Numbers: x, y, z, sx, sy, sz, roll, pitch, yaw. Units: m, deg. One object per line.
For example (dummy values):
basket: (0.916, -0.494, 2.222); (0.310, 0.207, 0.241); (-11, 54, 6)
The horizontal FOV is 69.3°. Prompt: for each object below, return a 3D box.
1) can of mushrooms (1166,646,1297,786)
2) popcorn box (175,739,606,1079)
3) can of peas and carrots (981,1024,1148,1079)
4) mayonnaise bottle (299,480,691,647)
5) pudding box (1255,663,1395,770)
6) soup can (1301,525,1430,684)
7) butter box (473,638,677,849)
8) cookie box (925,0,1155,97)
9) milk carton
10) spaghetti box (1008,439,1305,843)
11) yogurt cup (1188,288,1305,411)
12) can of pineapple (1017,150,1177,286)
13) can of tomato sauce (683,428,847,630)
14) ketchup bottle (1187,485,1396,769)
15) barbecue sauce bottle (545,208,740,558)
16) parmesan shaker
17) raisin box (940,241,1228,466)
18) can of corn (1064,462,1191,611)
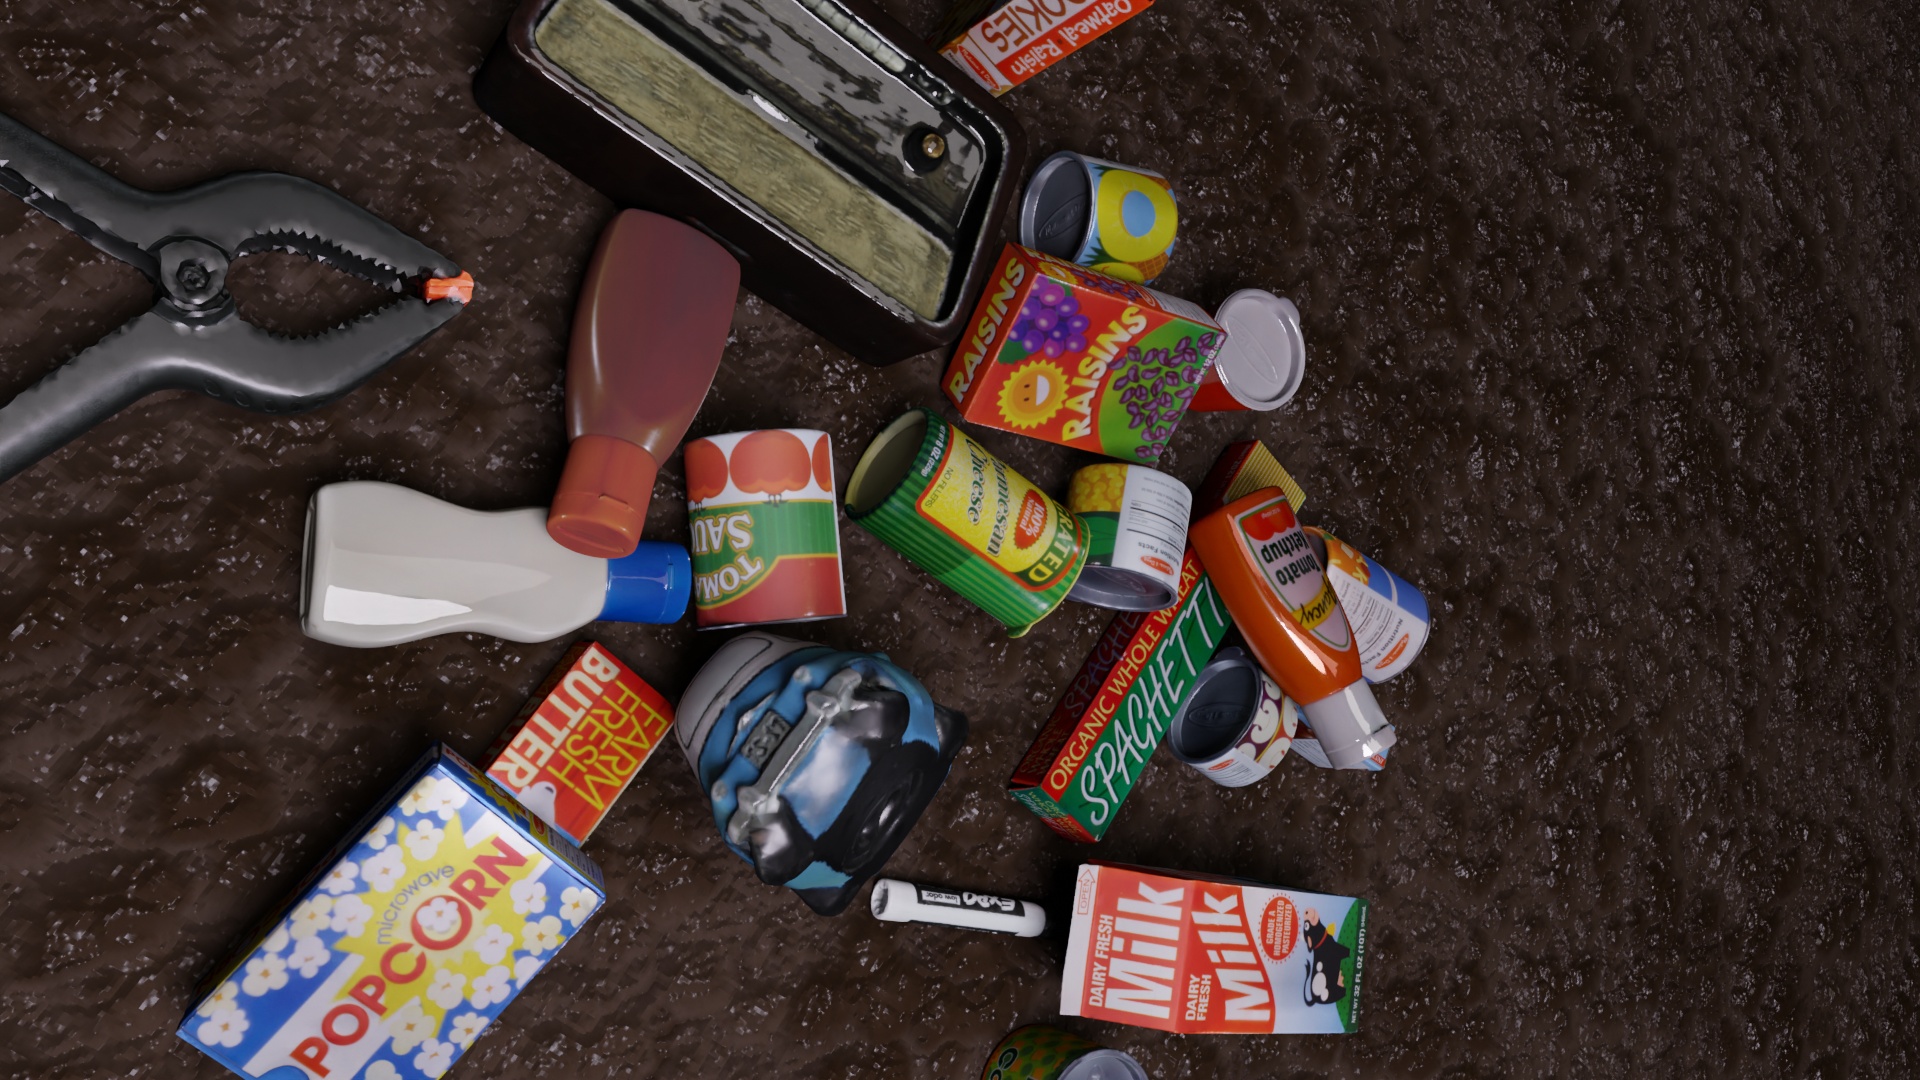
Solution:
can of mushrooms: (0.148, 0.096, 0.753); (0.033, 0.071, 0.071); (35, 68, -26)
popcorn box: (-0.208, 0.150, 0.520); (0.127, 0.038, 0.085); (-47, 111, -9)
can of peas and carrots: (0.049, 0.275, 0.677); (0.071, 0.058, 0.071); (4, 83, -31)
mayonnaise bottle: (-0.186, 0.013, 0.566); (0.148, 0.041, 0.065); (6, 79, -33)
pudding box: (0.203, 0.102, 0.797); (0.083, 0.049, 0.030); (34, 67, -25)
soup can: (0.217, 0.036, 0.806); (0.084, 0.071, 0.071); (28, 71, -26)
butter box: (-0.169, 0.096, 0.577); (0.053, 0.024, 0.104); (45, 65, -21)
cookie box: (0.056, -0.281, 0.673); (0.040, 0.167, 0.123); (42, 66, -23)
milk carton: (0.122, 0.206, 0.707); (0.190, 0.073, 0.072); (16, 78, -39)
spaghetti box: (0.112, 0.050, 0.758); (0.050, 0.028, 0.251); (45, 64, -19)
yogurt cup: (0.151, -0.103, 0.782); (0.072, 0.054, 0.072); (3, 84, -32)
can of pineapple: (0.072, -0.165, 0.732); (0.058, 0.071, 0.071); (2, 84, -32)
can of tomato sauce: (-0.088, -0.004, 0.614); (0.071, 0.071, 0.083); (-3, 86, -33)
ketchup bottle: (0.177, 0.046, 0.732); (0.065, 0.043, 0.149); (-19, 79, -42)
barbecue sauce bottle: (-0.136, -0.066, 0.582); (0.065, 0.043, 0.149); (24, 58, -27)
parmesan shaker: (0.002, -0.008, 0.671); (0.103, 0.071, 0.071); (35, 68, -25)
raisin box: (0.063, -0.093, 0.710); (0.123, 0.040, 0.085); (11, 120, -32)
can of corn: (0.082, -0.001, 0.722); (0.071, 0.071, 0.058); (23, 68, -29)
